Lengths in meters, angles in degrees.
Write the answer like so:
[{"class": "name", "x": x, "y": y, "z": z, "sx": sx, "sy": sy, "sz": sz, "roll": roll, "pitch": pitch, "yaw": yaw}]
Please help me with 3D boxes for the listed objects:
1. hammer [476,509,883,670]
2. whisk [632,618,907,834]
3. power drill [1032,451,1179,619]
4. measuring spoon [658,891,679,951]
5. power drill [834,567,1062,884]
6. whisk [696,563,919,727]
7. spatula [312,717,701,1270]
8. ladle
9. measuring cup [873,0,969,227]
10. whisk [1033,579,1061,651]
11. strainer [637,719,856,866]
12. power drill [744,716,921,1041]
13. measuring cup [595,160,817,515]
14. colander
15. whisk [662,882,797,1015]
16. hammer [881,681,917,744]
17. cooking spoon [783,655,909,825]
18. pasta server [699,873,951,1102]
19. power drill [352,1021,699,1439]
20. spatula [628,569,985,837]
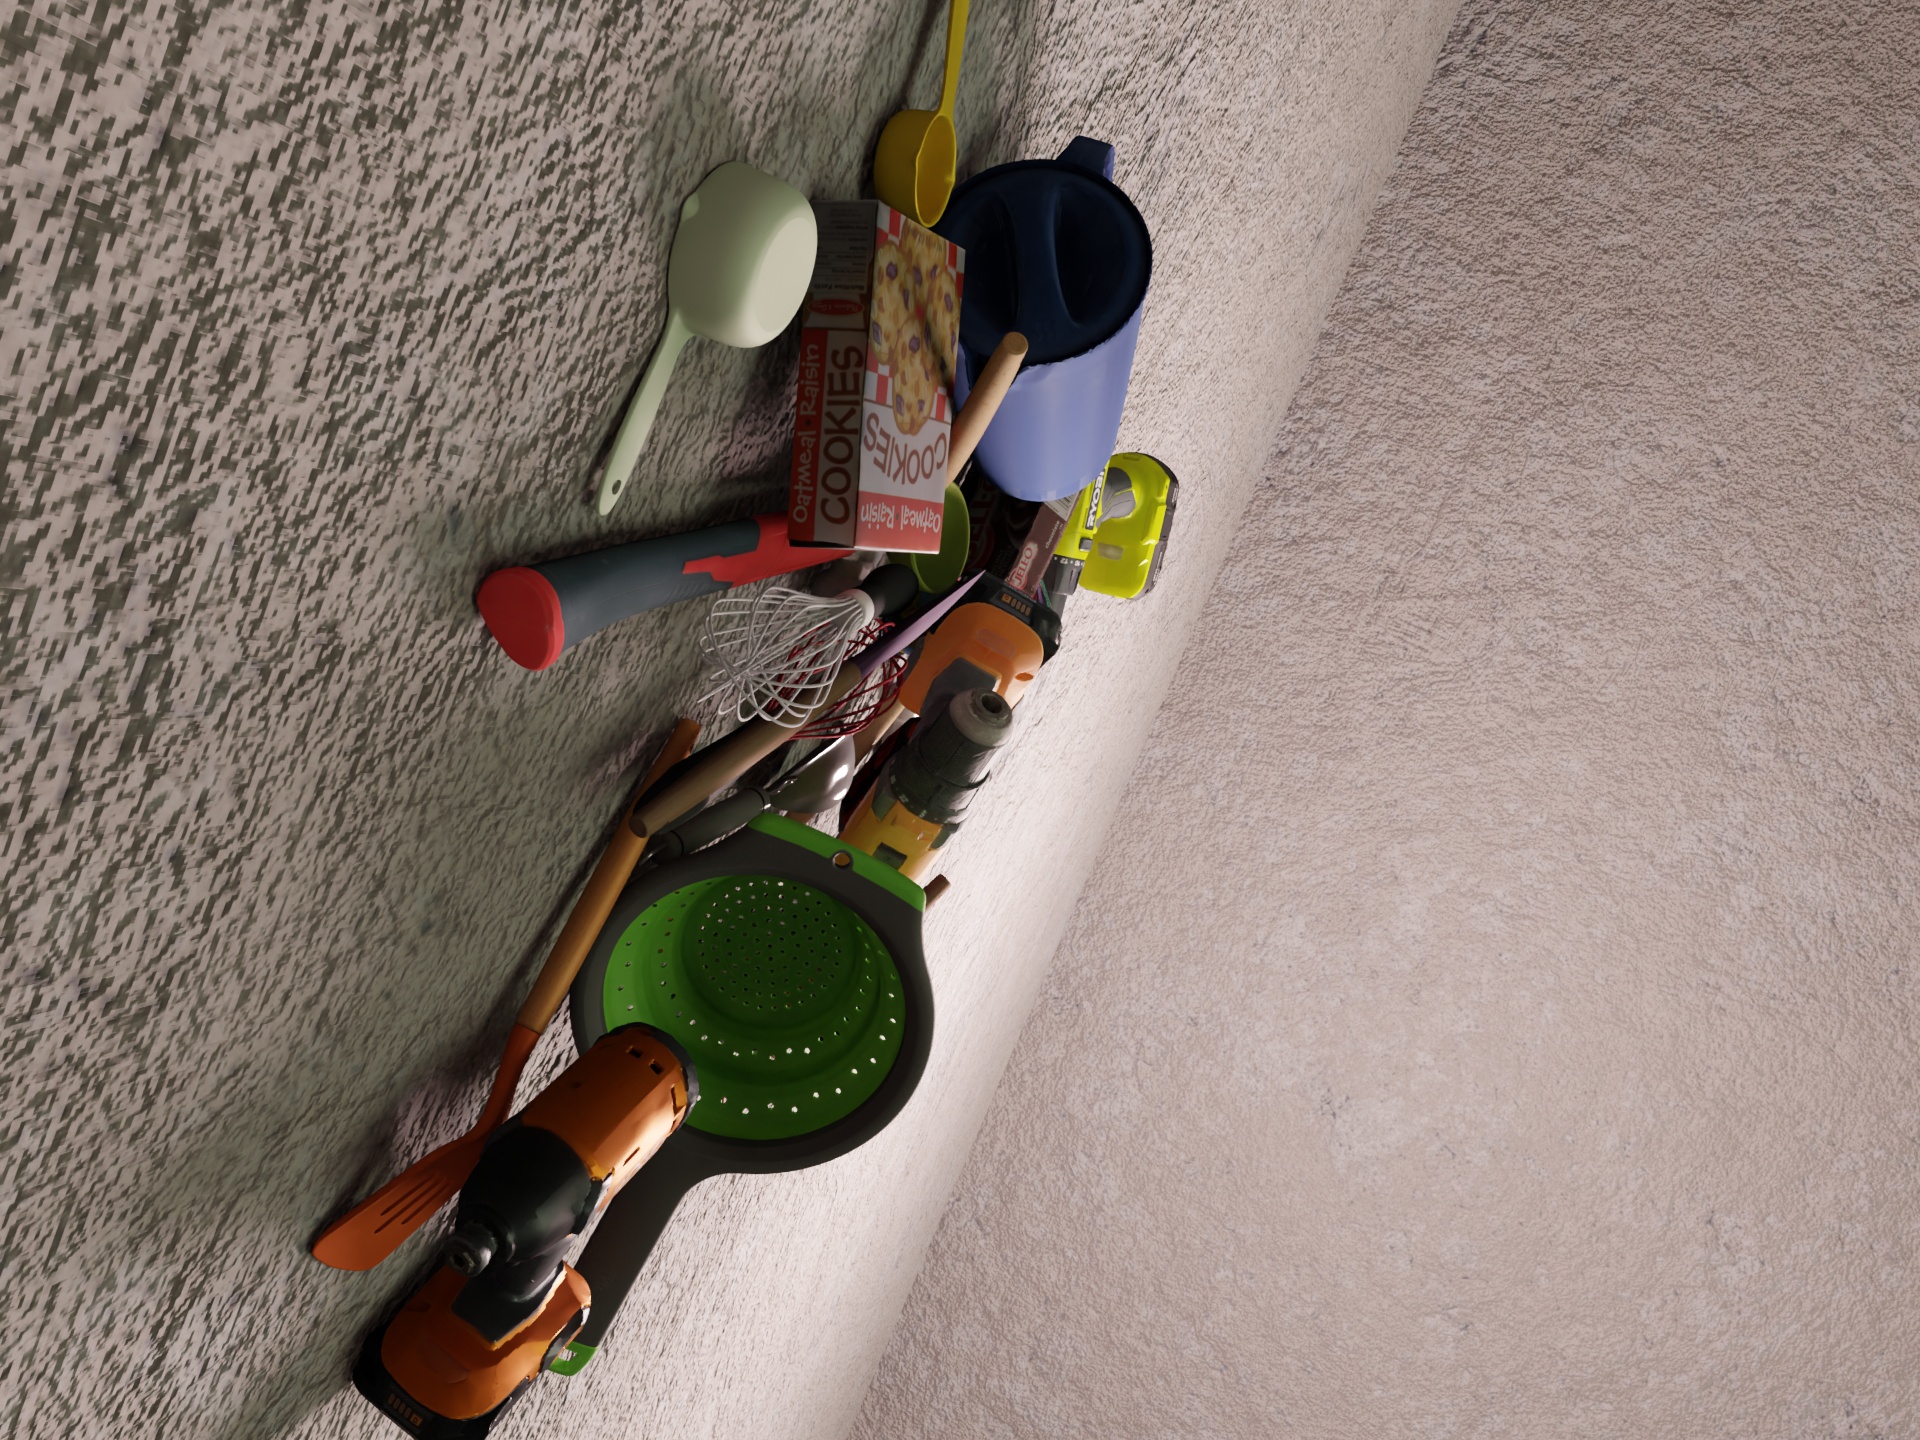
[{"class": "hammer", "x": -0.110, "y": -0.098, "z": 0.802, "sx": 0.386, "sy": 0.038, "sz": 0.143, "roll": -32, "pitch": 143, "yaw": -68}, {"class": "whisk", "x": -0.105, "y": 0.000, "z": 0.924, "sx": 0.296, "sy": 0.073, "sz": 0.073, "roll": -42, "pitch": 153, "yaw": -60}, {"class": "power drill", "x": 0.113, "y": -0.164, "z": 1.408, "sx": 0.228, "sy": 0.080, "sz": 0.190, "roll": -7, "pitch": 110, "yaw": -65}, {"class": "measuring spoon", "x": -0.170, "y": 0.097, "z": 0.968, "sx": 0.021, "sy": 0.011, "sz": 0.116, "roll": -46, "pitch": 156, "yaw": -56}, {"class": "power drill", "x": -0.002, "y": -0.003, "z": 1.013, "sx": 0.185, "sy": 0.084, "sz": 0.226, "roll": -55, "pitch": -172, "yaw": 42}, {"class": "whisk", "x": -0.069, "y": -0.054, "z": 0.845, "sx": 0.284, "sy": 0.070, "sz": 0.070, "roll": -45, "pitch": 156, "yaw": -70}, {"class": "spatula", "x": -0.219, "y": 0.133, "z": 0.819, "sx": 0.081, "sy": 0.041, "sz": 0.323, "roll": 88, "pitch": 24, "yaw": -65}, {"class": "ladle", "x": 0.006, "y": -0.150, "z": 0.942, "sx": 0.320, "sy": 0.062, "sz": 0.078, "roll": 135, "pitch": -28, "yaw": -73}, {"class": "measuring cup", "x": -0.017, "y": -0.333, "z": 0.810, "sx": 0.062, "sy": 0.029, "sz": 0.156, "roll": -24, "pitch": 125, "yaw": -71}, {"class": "whisk", "x": 0.047, "y": -0.118, "z": 1.221, "sx": 0.047, "sy": 0.051, "sz": 0.245, "roll": 52, "pitch": 25, "yaw": -36}, {"class": "strainer", "x": -0.122, "y": 0.050, "z": 0.973, "sx": 0.087, "sy": 0.050, "sz": 0.258, "roll": -35, "pitch": 177, "yaw": 26}, {"class": "power drill", "x": -0.071, "y": 0.108, "z": 1.110, "sx": 0.143, "sy": 0.078, "sz": 0.220, "roll": -47, "pitch": -165, "yaw": 43}, {"class": "measuring cup", "x": -0.109, "y": -0.159, "z": 0.690, "sx": 0.083, "sy": 0.038, "sz": 0.167, "roll": 49, "pitch": 64, "yaw": -76}, {"class": "colander", "x": -0.155, "y": 0.219, "z": 0.947, "sx": 0.397, "sy": 0.204, "sz": 0.094, "roll": -60, "pitch": -171, "yaw": 16}, {"class": "whisk", "x": -0.177, "y": 0.171, "z": 1.008, "sx": 0.239, "sy": 0.055, "sz": 0.055, "roll": -56, "pitch": 164, "yaw": -22}, {"class": "hammer", "x": 0.016, "y": -0.068, "z": 1.374, "sx": 0.331, "sy": 0.031, "sz": 0.130, "roll": -55, "pitch": 163, "yaw": -41}, {"class": "cooking spoon", "x": -0.060, "y": 0.001, "z": 1.177, "sx": 0.069, "sy": 0.017, "sz": 0.319, "roll": -14, "pitch": -151, "yaw": 48}, {"class": "pasta server", "x": -0.118, "y": 0.233, "z": 1.181, "sx": 0.316, "sy": 0.040, "sz": 0.060, "roll": -44, "pitch": 171, "yaw": -12}, {"class": "power drill", "x": -0.229, "y": 0.273, "z": 0.810, "sx": 0.226, "sy": 0.084, "sz": 0.164, "roll": -59, "pitch": 171, "yaw": 28}, {"class": "spatula", "x": -0.077, "y": -0.015, "z": 0.883, "sx": 0.059, "sy": 0.018, "sz": 0.316, "roll": -38, "pitch": -179, "yaw": 41}]
